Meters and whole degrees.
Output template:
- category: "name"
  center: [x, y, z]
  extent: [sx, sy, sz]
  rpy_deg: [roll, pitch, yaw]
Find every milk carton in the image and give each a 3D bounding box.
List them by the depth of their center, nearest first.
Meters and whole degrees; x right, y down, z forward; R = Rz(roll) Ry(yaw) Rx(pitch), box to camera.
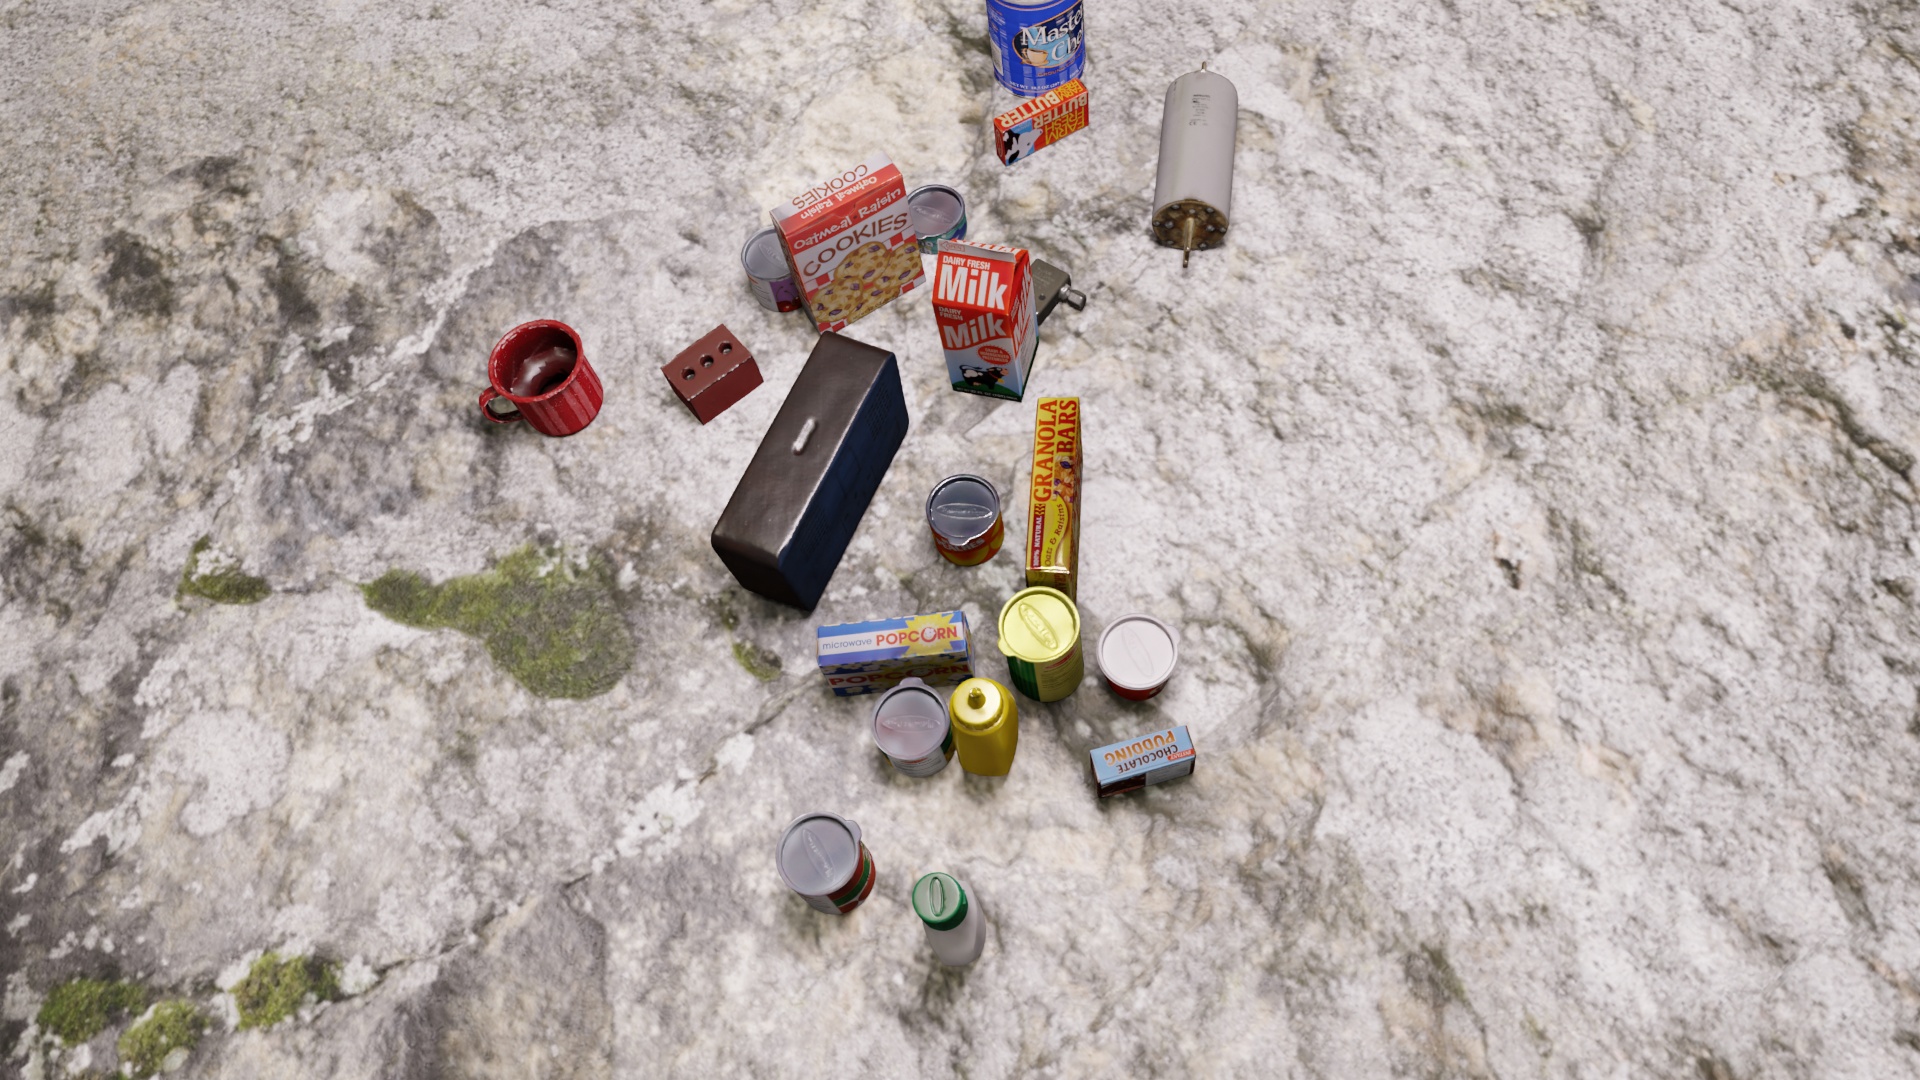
- category: "milk carton"
  center: [0.024, -0.210, 1.265]
  extent: [0.072, 0.189, 0.074]
  rpy_deg: [12, 67, 12]

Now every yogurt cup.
- category: "yogurt cup"
  center: [0.150, 0.102, 1.176]
  extent: [0.072, 0.053, 0.072]
  rpy_deg: [-3, 64, 5]

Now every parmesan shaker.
- category: "parmesan shaker"
  center: [0.066, 0.090, 1.164]
  extent: [0.071, 0.102, 0.071]
  rpy_deg: [-3, 64, 6]

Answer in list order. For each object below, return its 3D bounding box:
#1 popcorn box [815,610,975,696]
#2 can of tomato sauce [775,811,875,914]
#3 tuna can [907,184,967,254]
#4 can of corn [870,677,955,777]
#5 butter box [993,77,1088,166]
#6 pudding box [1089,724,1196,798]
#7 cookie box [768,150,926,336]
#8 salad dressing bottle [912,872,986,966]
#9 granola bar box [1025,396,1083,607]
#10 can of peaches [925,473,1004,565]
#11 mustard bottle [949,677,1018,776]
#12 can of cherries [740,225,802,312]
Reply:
- category: "popcorn box"
  center: [-0.054, 0.097, 1.184]
  extent: [0.127, 0.085, 0.038]
  rpy_deg: [-6, 64, 4]
- category: "can of tomato sauce"
  center: [-0.105, 0.258, 1.114]
  extent: [0.071, 0.082, 0.071]
  rpy_deg: [-3, 64, 6]
- category: "tuna can"
  center: [-0.028, -0.325, 1.415]
  extent: [0.071, 0.032, 0.071]
  rpy_deg: [-3, 64, 5]
- category: "can of corn"
  center: [-0.038, 0.158, 1.168]
  extent: [0.071, 0.058, 0.071]
  rpy_deg: [-3, 64, 5]
- category: "butter box"
  center: [0.084, -0.435, 1.444]
  extent: [0.103, 0.053, 0.024]
  rpy_deg: [-28, 65, -7]
- category: "pudding box"
  center: [0.149, 0.182, 1.140]
  extent: [0.084, 0.049, 0.030]
  rpy_deg: [-16, 64, -1]
- category: "cookie box"
  center: [-0.103, -0.279, 1.326]
  extent: [0.123, 0.166, 0.040]
  rpy_deg: [-31, 65, -8]
- category: "salad dressing bottle"
  center: [-0.009, 0.284, 1.054]
  extent: [0.044, 0.147, 0.064]
  rpy_deg: [-6, 64, 4]
- category: "granola bar box"
  center: [0.082, -0.023, 1.205]
  extent: [0.039, 0.123, 0.166]
  rpy_deg: [2, 65, 8]
- category: "can of peaches"
  center: [0.004, -0.016, 1.247]
  extent: [0.071, 0.058, 0.071]
  rpy_deg: [-3, 64, 5]
- category: "mustard bottle"
  center: [0.018, 0.142, 1.112]
  extent: [0.049, 0.159, 0.065]
  rpy_deg: [6, 66, 9]
- category: "can of cherries"
  center: [-0.179, -0.273, 1.393]
  extent: [0.071, 0.058, 0.072]
  rpy_deg: [-3, 64, 5]
